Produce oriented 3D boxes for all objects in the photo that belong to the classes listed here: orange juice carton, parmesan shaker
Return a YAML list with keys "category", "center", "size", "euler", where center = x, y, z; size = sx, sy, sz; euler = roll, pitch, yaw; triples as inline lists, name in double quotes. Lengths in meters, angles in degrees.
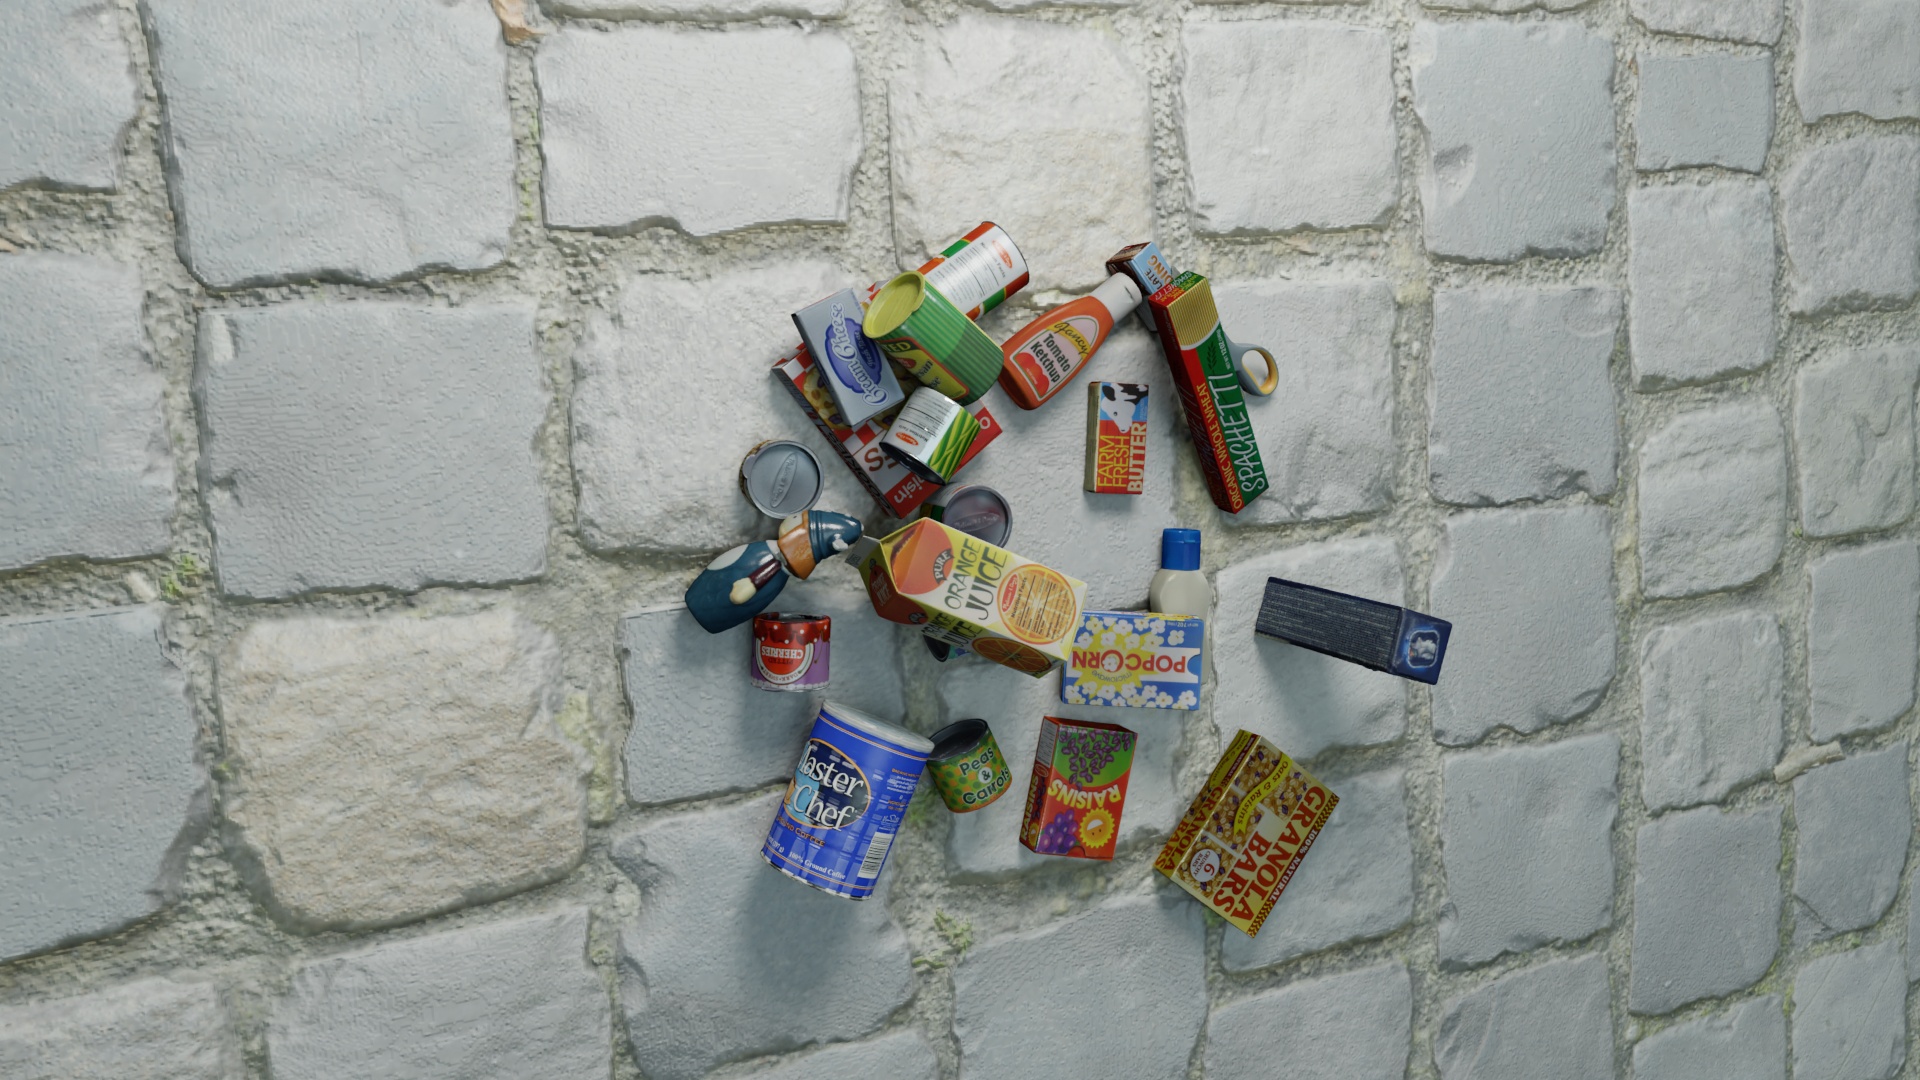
- category: "orange juice carton"
  center: [0.000, 0.042, 1.153]
  size: [0.193, 0.071, 0.073]
  euler: [22, 67, -9]
- category: "parmesan shaker"
  center: [-0.019, -0.162, 1.132]
  size: [0.103, 0.071, 0.071]
  euler: [38, 81, -34]

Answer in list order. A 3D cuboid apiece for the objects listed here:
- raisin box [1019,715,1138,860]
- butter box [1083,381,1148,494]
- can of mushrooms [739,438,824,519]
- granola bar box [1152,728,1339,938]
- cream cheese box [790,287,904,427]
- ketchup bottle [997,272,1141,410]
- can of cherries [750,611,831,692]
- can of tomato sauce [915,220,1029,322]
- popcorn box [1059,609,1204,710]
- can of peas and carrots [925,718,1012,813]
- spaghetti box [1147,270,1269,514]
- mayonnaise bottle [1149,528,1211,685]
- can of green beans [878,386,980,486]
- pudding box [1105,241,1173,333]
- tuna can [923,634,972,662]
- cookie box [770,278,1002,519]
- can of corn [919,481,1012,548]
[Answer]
- category: "raisin box"
  center: [0.111, 0.232, 1.298]
  size: [0.086, 0.040, 0.123]
  euler: [10, 92, -24]
- category: "butter box"
  center: [0.144, -0.095, 1.286]
  size: [0.053, 0.024, 0.103]
  euler: [0, 95, -22]
- category: "can of mushrooms"
  center: [-0.152, -0.053, 1.163]
  size: [0.071, 0.033, 0.071]
  euler: [-3, 97, -22]
- category: "granola bar box"
  center: [0.284, 0.289, 1.375]
  size: [0.124, 0.039, 0.166]
  euler: [38, 81, -21]
- category: "cream cheese box"
  center: [-0.092, -0.150, 1.140]
  size: [0.053, 0.024, 0.103]
  euler: [-30, 104, -16]
- category: "ketchup bottle"
  center: [0.098, -0.184, 1.248]
  size: [0.149, 0.043, 0.064]
  euler: [-40, 109, -14]
- category: "can of cherries"
  center: [-0.142, 0.093, 1.162]
  size: [0.071, 0.071, 0.058]
  euler: [1, 95, -22]
- category: "can of tomato sauce"
  center: [0.007, -0.224, 1.195]
  size: [0.083, 0.071, 0.071]
  euler: [-38, 108, -14]
- category: "popcorn box"
  center: [0.157, 0.109, 1.281]
  size: [0.127, 0.038, 0.085]
  euler: [3, 94, 1]
- category: "can of peas and carrots"
  center: [0.007, 0.201, 1.235]
  size: [0.071, 0.071, 0.058]
  euler: [-30, 106, -17]
- category: "spaghetti box"
  center: [0.231, -0.130, 1.273]
  size: [0.050, 0.029, 0.249]
  euler: [-37, 128, -15]
- category: "mayonnaise bottle"
  center: [0.208, 0.063, 1.320]
  size: [0.065, 0.041, 0.148]
  euler: [1, 94, -16]
- category: "can of green beans"
  center: [-0.025, -0.086, 1.149]
  size: [0.071, 0.071, 0.058]
  euler: [35, 81, -22]
- category: "pudding box"
  center: [0.175, -0.231, 1.271]
  size: [0.030, 0.049, 0.083]
  euler: [-43, 109, -14]
- category: "tuna can"
  center: [-0.009, 0.069, 1.216]
  size: [0.033, 0.071, 0.071]
  euler: [-13, 101, -22]
- category: "cookie box"
  center: [-0.061, -0.120, 1.190]
  size: [0.123, 0.040, 0.167]
  euler: [-42, 109, -13]
- category: "can of corn"
  center: [0.004, -0.015, 1.218]
  size: [0.071, 0.058, 0.071]
  euler: [-3, 97, -22]
